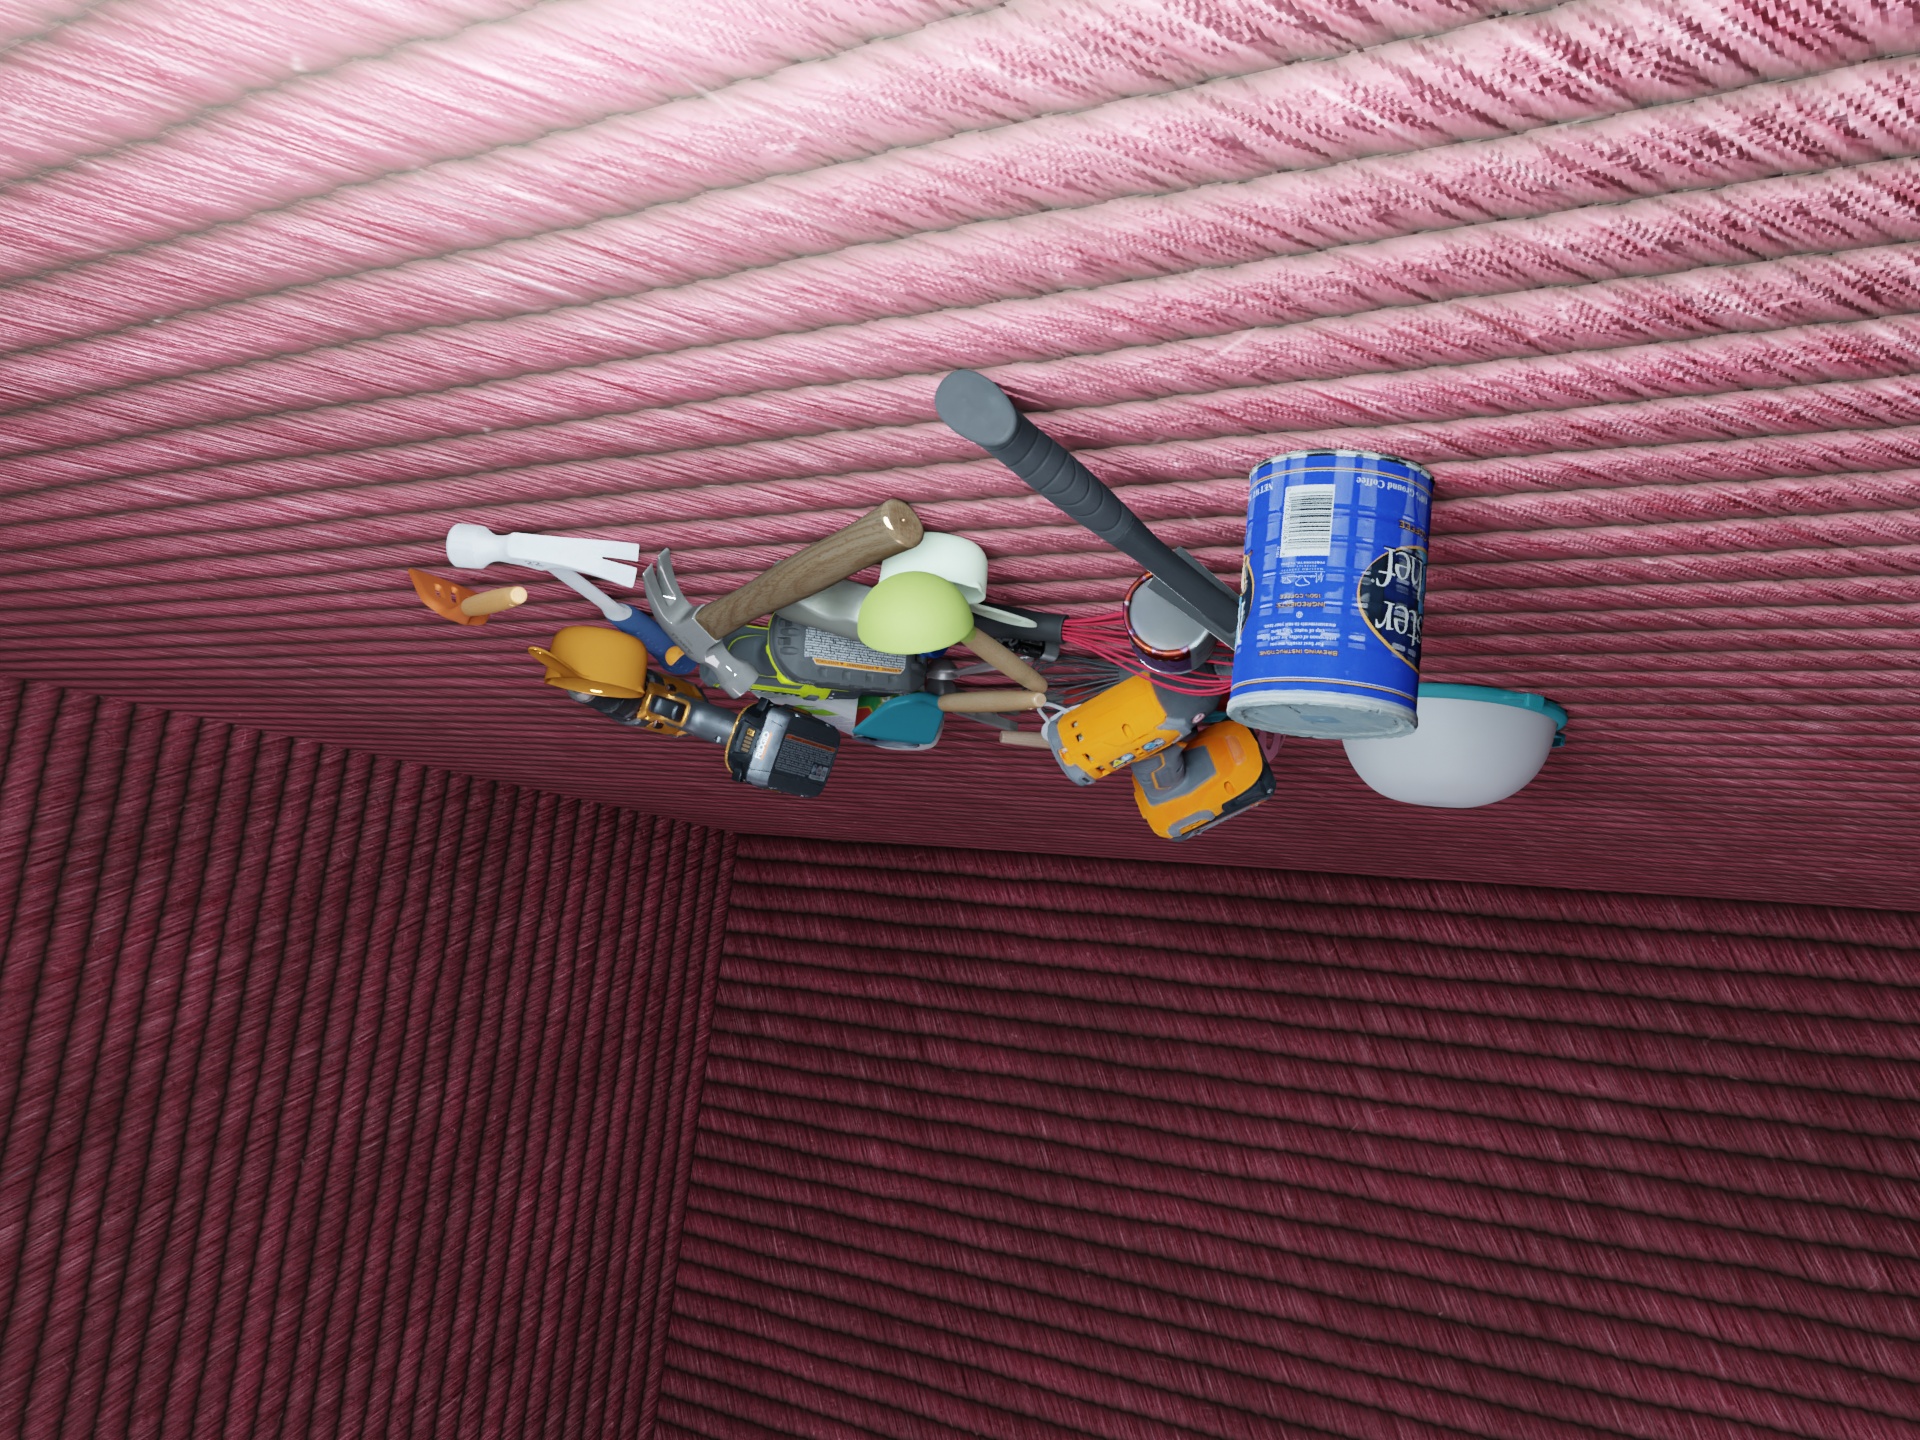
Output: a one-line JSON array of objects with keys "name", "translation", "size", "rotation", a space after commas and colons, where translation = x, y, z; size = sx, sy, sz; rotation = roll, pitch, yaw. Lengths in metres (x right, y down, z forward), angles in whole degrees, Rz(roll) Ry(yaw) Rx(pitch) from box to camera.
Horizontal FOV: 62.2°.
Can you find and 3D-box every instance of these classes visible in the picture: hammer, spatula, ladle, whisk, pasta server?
[{"name": "hammer", "translation": [-0.301, -0.097, 1.406], "size": [0.144, 0.035, 0.405], "rotation": [6, 171, 8]}, {"name": "hammer", "translation": [-0.132, -0.100, 1.159], "size": [0.130, 0.031, 0.331], "rotation": [46, 147, -18]}, {"name": "spatula", "translation": [-0.391, -0.102, 1.293], "size": [0.081, 0.041, 0.323], "rotation": [22, 171, -26]}, {"name": "ladle", "translation": [0.011, -0.046, 1.169], "size": [0.078, 0.062, 0.320], "rotation": [7, 172, 21]}, {"name": "hammer", "translation": [0.137, -0.018, 1.564], "size": [0.359, 0.037, 0.149], "rotation": [-1, 168, 42]}, {"name": "whisk", "translation": [0.146, -0.042, 1.402], "size": [0.239, 0.055, 0.055], "rotation": [-7, 164, 40]}, {"name": "hammer", "translation": [0.095, -0.109, 0.917], "size": [0.334, 0.035, 0.146], "rotation": [29, -168, -47]}, {"name": "spatula", "translation": [-0.002, -0.004, 1.373], "size": [0.082, 0.044, 0.317], "rotation": [9, 176, -23]}, {"name": "whisk", "translation": [0.099, -0.068, 1.230], "size": [0.296, 0.073, 0.073], "rotation": [9, 172, 22]}, {"name": "pasta server", "translation": [0.195, 0.022, 1.683], "size": [0.316, 0.040, 0.060], "rotation": [5, 171, -14]}]

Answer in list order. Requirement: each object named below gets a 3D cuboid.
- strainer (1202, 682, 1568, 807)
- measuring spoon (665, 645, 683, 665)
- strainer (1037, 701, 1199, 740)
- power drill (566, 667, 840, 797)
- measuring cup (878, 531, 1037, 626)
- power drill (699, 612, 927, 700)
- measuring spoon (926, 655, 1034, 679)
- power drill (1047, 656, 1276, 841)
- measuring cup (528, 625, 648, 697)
[{"name": "strainer", "translation": [0.387, 0.030, 1.493], "size": [0.340, 0.095, 0.210], "rotation": [1, 169, 27]}, {"name": "measuring spoon", "translation": [-0.233, -0.080, 1.422], "size": [0.011, 0.021, 0.117], "rotation": [36, 137, -22]}, {"name": "strainer", "translation": [0.163, 0.015, 1.482], "size": [0.087, 0.050, 0.258], "rotation": [-31, 157, 36]}, {"name": "power drill", "translation": [-0.251, -0.002, 1.515], "size": [0.226, 0.084, 0.185], "rotation": [19, 179, 26]}, {"name": "measuring cup", "translation": [0.008, -0.101, 1.156], "size": [0.083, 0.038, 0.167], "rotation": [0, 171, 36]}, {"name": "power drill", "translation": [-0.112, -0.056, 1.399], "size": [0.190, 0.080, 0.228], "rotation": [7, 174, -22]}, {"name": "measuring spoon", "translation": [0.018, -0.056, 1.506], "size": [0.124, 0.018, 0.034], "rotation": [-8, 163, 36]}, {"name": "power drill", "translation": [0.191, 0.020, 1.365], "size": [0.164, 0.084, 0.226], "rotation": [-29, 150, 18]}, {"name": "measuring cup", "translation": [-0.329, -0.062, 1.376], "size": [0.095, 0.052, 0.173], "rotation": [6, 169, 11]}]
